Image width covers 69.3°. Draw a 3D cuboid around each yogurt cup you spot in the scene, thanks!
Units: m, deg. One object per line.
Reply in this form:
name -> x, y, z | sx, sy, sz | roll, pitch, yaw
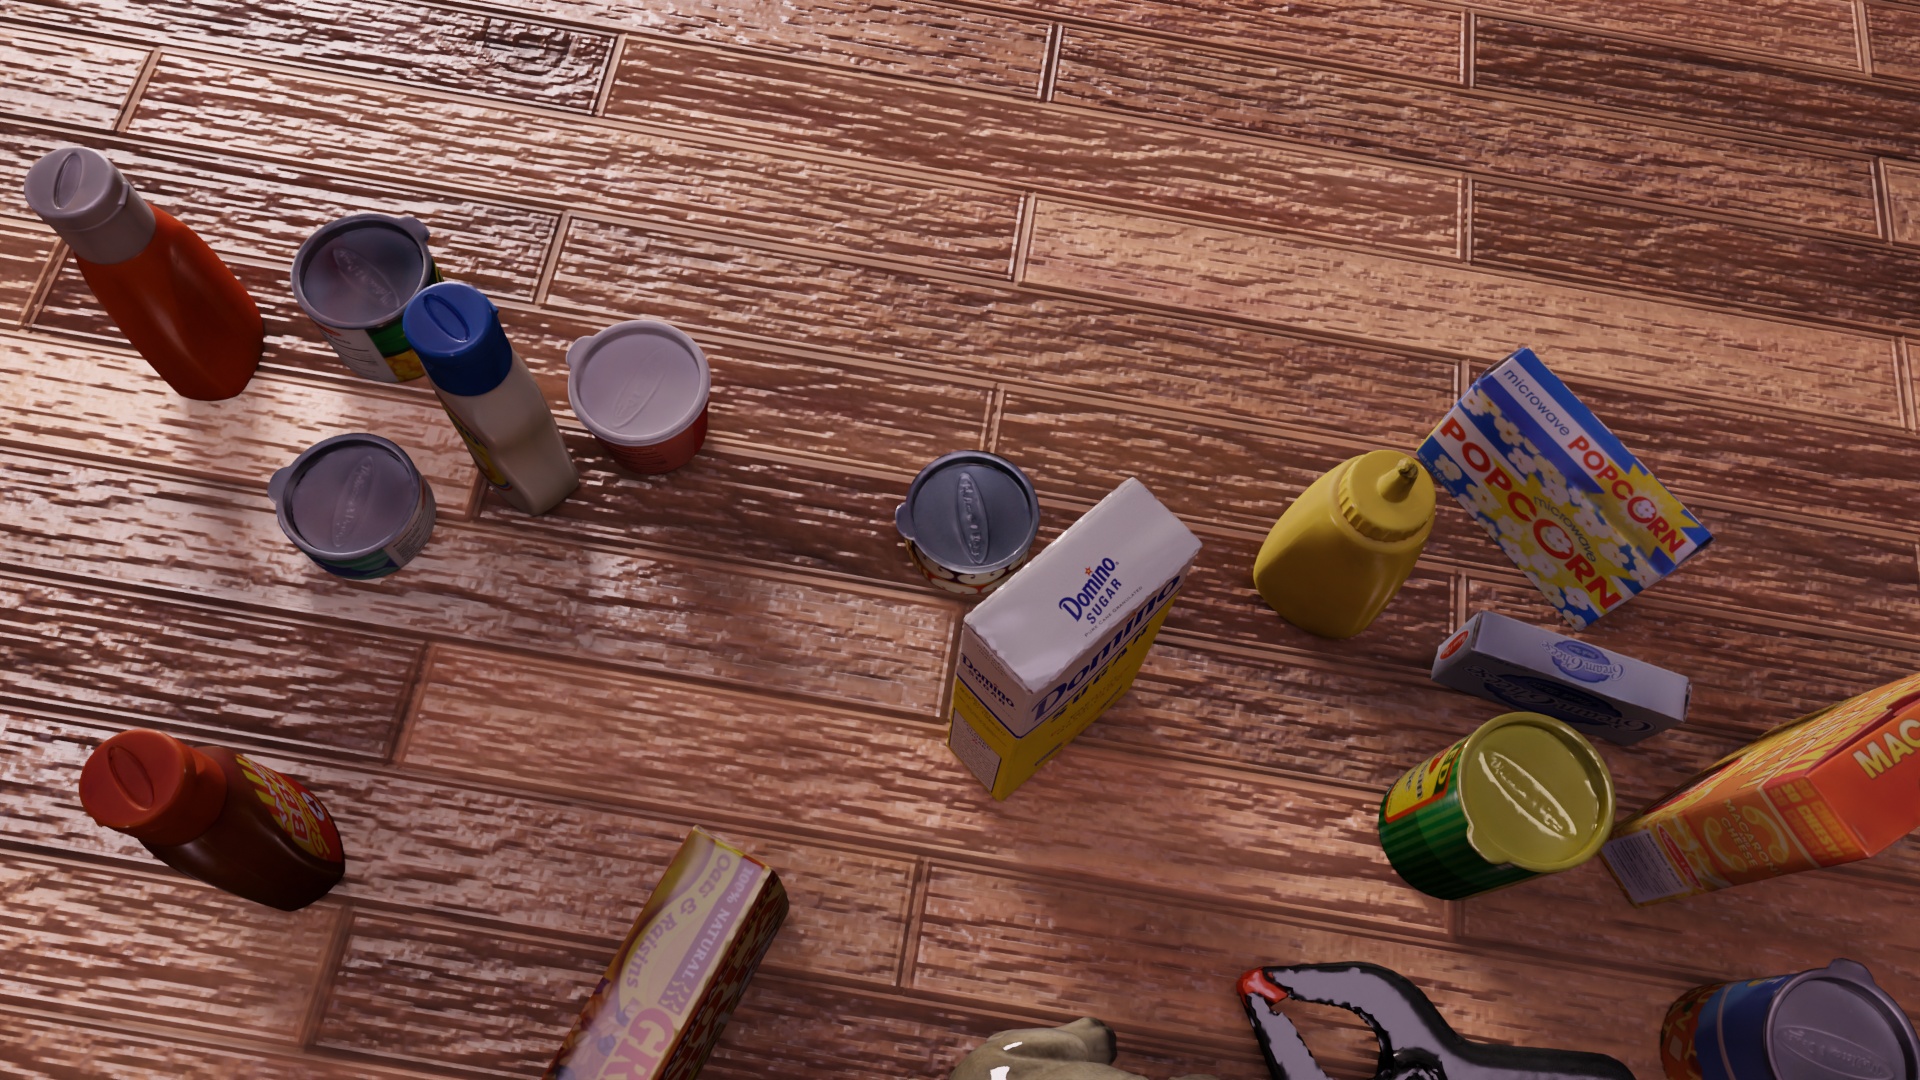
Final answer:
yogurt cup -> -0.157, -0.068, 0.693 | 0.072, 0.053, 0.072 | 1, 68, -3

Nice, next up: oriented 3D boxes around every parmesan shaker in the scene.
parmesan shaker -> 0.232, 0.123, 0.617 | 0.071, 0.102, 0.071 | 1, 68, -3

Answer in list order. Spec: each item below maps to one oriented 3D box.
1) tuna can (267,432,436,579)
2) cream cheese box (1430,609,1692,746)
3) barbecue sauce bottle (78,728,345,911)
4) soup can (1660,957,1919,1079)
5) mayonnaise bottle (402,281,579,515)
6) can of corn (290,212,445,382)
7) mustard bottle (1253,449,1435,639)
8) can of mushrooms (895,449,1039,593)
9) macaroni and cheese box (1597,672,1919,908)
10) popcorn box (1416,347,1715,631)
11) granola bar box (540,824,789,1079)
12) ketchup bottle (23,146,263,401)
tuna can -> -0.294, -0.016, 0.674 | 0.071, 0.032, 0.071 | 1, 68, -3
cream cheese box -> 0.287, 0.067, 0.670 | 0.104, 0.053, 0.024 | 19, 69, 4
barbecue sauce bottle -> -0.299, 0.111, 0.560 | 0.044, 0.148, 0.065 | -36, 75, -16
soup can -> 0.355, 0.219, 0.597 | 0.071, 0.083, 0.071 | 1, 68, -3
mayonnaise bottle -> -0.216, -0.065, 0.637 | 0.041, 0.147, 0.065 | -41, 76, -17
can of corn -> -0.292, -0.123, 0.703 | 0.071, 0.058, 0.071 | 1, 68, -3
mustard bottle -> 0.181, -0.003, 0.633 | 0.065, 0.159, 0.049 | 34, 70, 9
can of mushrooms -> 0.002, -0.009, 0.691 | 0.071, 0.033, 0.071 | 1, 68, -3
macaroni and cheese box -> 0.368, 0.104, 0.600 | 0.124, 0.165, 0.040 | -26, 73, -13
popcorn box -> 0.295, -0.024, 0.690 | 0.038, 0.085, 0.127 | -34, 74, -15
granola bar box -> -0.126, 0.204, 0.548 | 0.039, 0.123, 0.166 | 27, 69, 7
ketchup bottle -> -0.377, -0.124, 0.649 | 0.043, 0.148, 0.065 | 0, 69, -4
